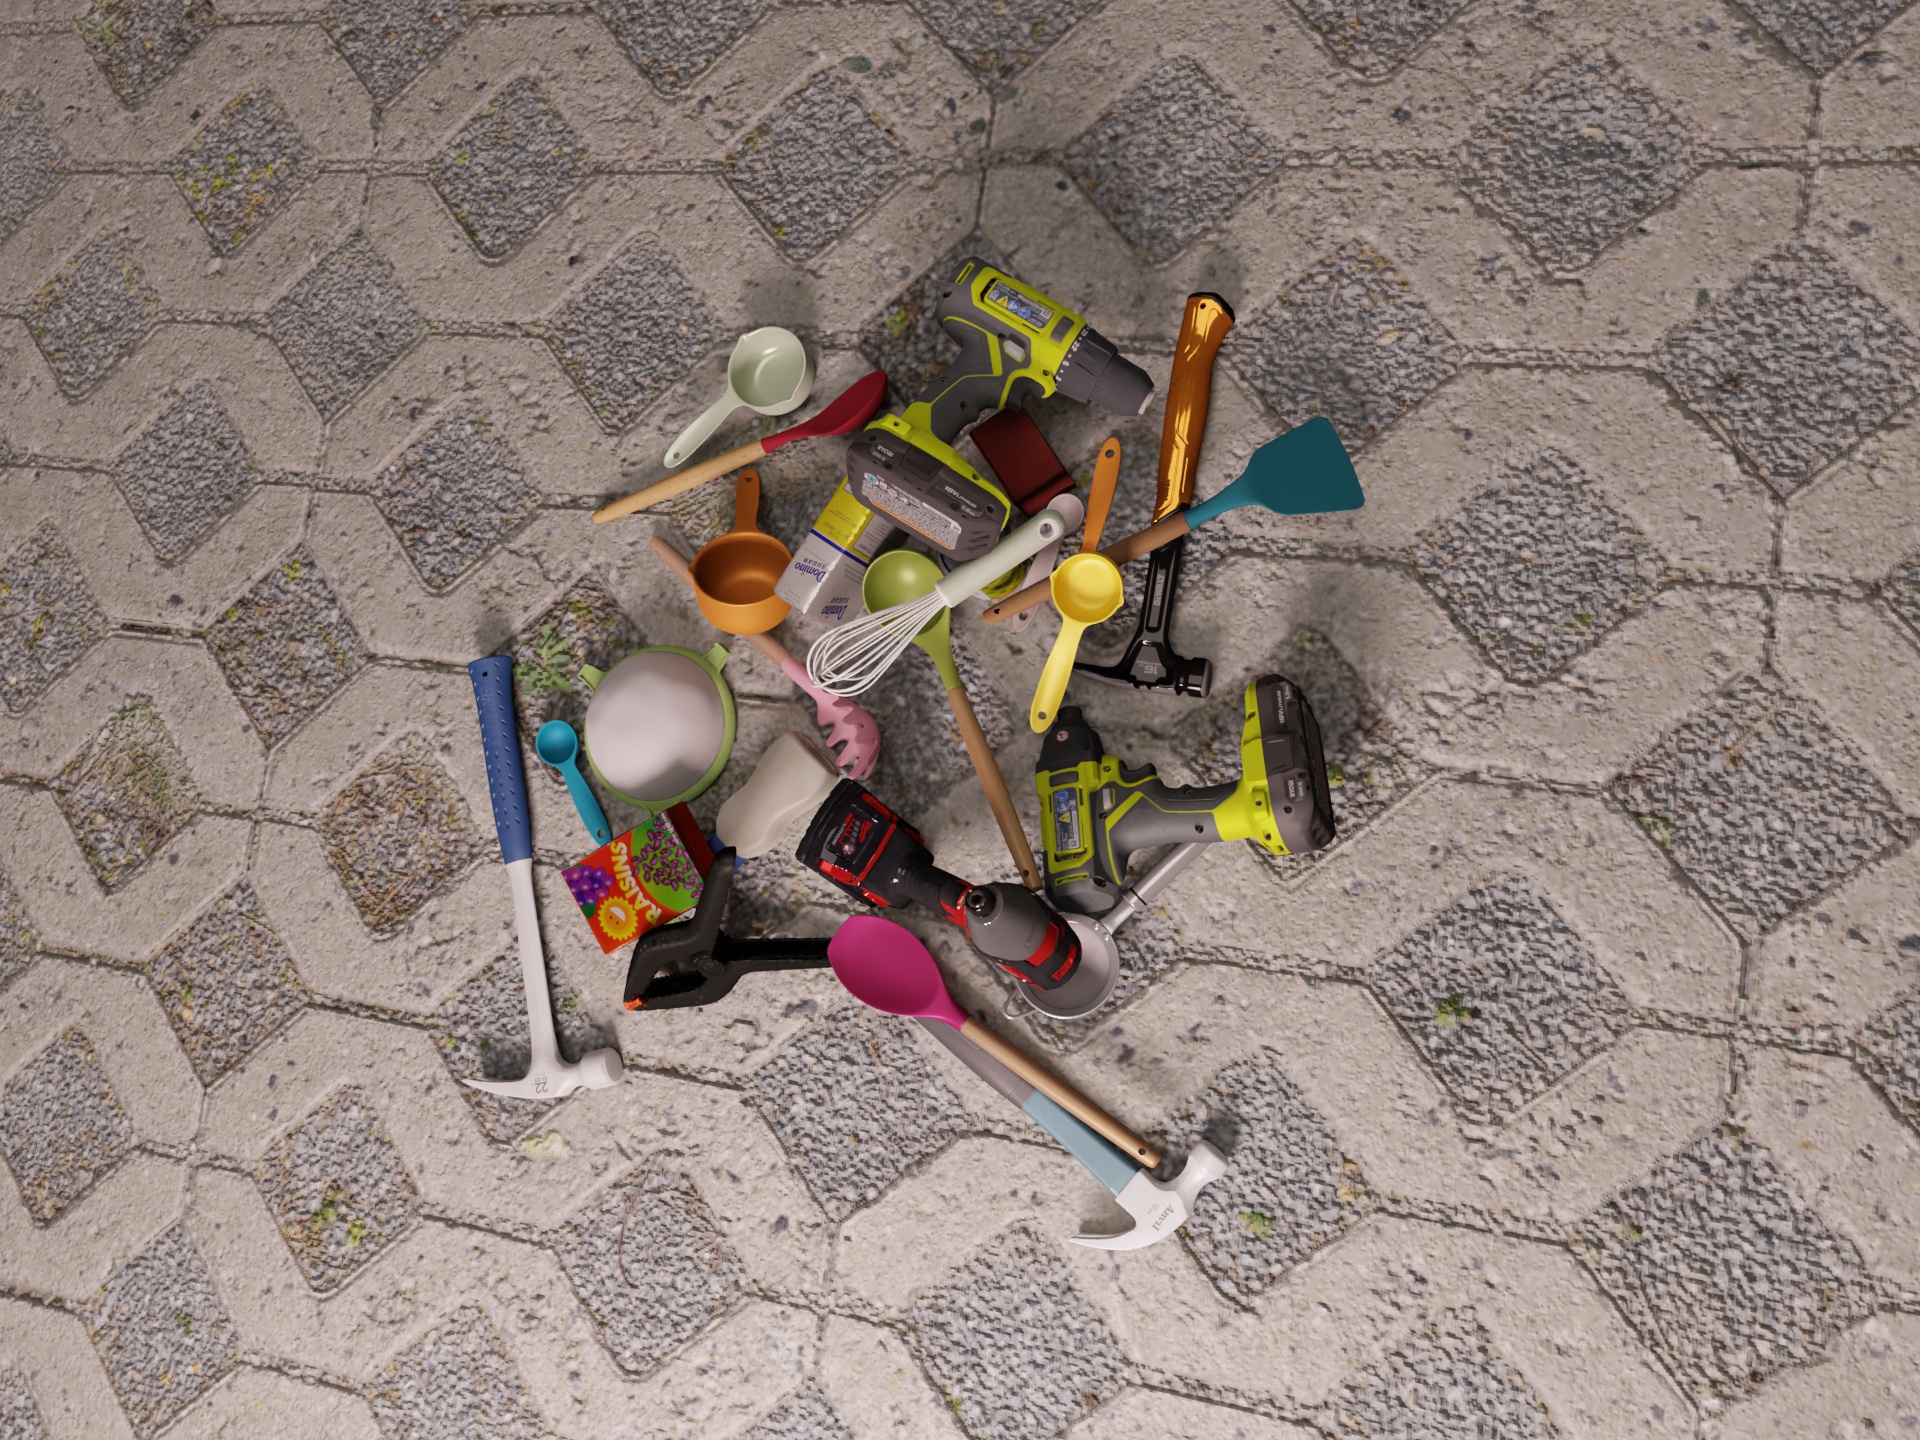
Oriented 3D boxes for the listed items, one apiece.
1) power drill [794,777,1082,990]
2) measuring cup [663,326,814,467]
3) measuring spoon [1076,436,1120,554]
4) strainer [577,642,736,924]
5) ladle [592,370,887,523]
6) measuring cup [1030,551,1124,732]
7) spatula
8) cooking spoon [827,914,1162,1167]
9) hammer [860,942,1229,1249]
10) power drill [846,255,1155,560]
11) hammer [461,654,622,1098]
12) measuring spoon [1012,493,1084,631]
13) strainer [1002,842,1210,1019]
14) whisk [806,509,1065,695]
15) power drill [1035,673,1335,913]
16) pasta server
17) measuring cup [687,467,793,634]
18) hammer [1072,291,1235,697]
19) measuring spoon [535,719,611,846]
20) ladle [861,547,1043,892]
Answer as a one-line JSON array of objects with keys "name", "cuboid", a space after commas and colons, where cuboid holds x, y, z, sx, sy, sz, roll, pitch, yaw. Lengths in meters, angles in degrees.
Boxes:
[{"name": "power drill", "cuboid": [-0.017, 0.131, 1.247, 0.220, 0.143, 0.078, 25, 79, 36]}, {"name": "measuring cup", "cuboid": [-0.202, -0.284, 1.444, 0.167, 0.038, 0.083, -41, 73, 10]}, {"name": "measuring spoon", "cuboid": [0.116, -0.184, 1.341, 0.021, 0.011, 0.117, 12, 86, 19]}, {"name": "strainer", "cuboid": [-0.276, 0.054, 1.400, 0.151, 0.069, 0.256, -8, 79, 16]}, {"name": "ladle", "cuboid": [-0.200, -0.239, 1.438, 0.315, 0.031, 0.069, -20, 35, 17]}, {"name": "measuring cup", "cuboid": [0.088, -0.063, 1.284, 0.062, 0.029, 0.156, 21, 111, 7]}, {"name": "spatula", "cuboid": [0.162, -0.146, 1.282, 0.317, 0.044, 0.082, -24, 78, 16]}, {"name": "cooking spoon", "cuboid": [0.025, 0.257, 1.269, 0.319, 0.017, 0.069, 33, 82, 19]}, {"name": "hammer", "cuboid": [0.048, 0.293, 1.284, 0.331, 0.033, 0.128, 39, 94, 19]}, {"name": "power drill", "cuboid": [0.032, -0.245, 1.277, 0.190, 0.080, 0.228, 31, 70, 4]}, {"name": "hammer", "cuboid": [-0.406, 0.141, 1.447, 0.144, 0.035, 0.406, -15, 78, 15]}, {"name": "measuring spoon", "cuboid": [0.073, -0.132, 1.349, 0.034, 0.018, 0.124, 26, 97, 25]}, {"name": "strainer", "cuboid": [0.135, 0.151, 1.273, 0.258, 0.050, 0.087, -44, 68, 1]}, {"name": "whisk", "cuboid": [-0.020, -0.097, 1.291, 0.246, 0.059, 0.057, -33, 108, 4]}, {"name": "power drill", "cuboid": [0.168, 0.047, 1.246, 0.223, 0.080, 0.171, -14, 60, 21]}, {"name": "pasta server", "cuboid": [-0.176, -0.063, 1.403, 0.316, 0.060, 0.040, 42, 55, 21]}, {"name": "measuring cup", "cuboid": [-0.189, -0.149, 1.411, 0.095, 0.052, 0.174, -2, 50, -2]}, {"name": "hammer", "cuboid": [0.169, -0.190, 1.314, 0.127, 0.034, 0.337, 9, 85, 17]}, {"name": "measuring spoon", "cuboid": [-0.346, 0.058, 1.454, 0.042, 0.021, 0.129, -29, 84, 13]}, {"name": "ladle", "cuboid": [-0.002, -0.004, 1.303, 0.078, 0.062, 0.320, -34, 63, 25]}]
